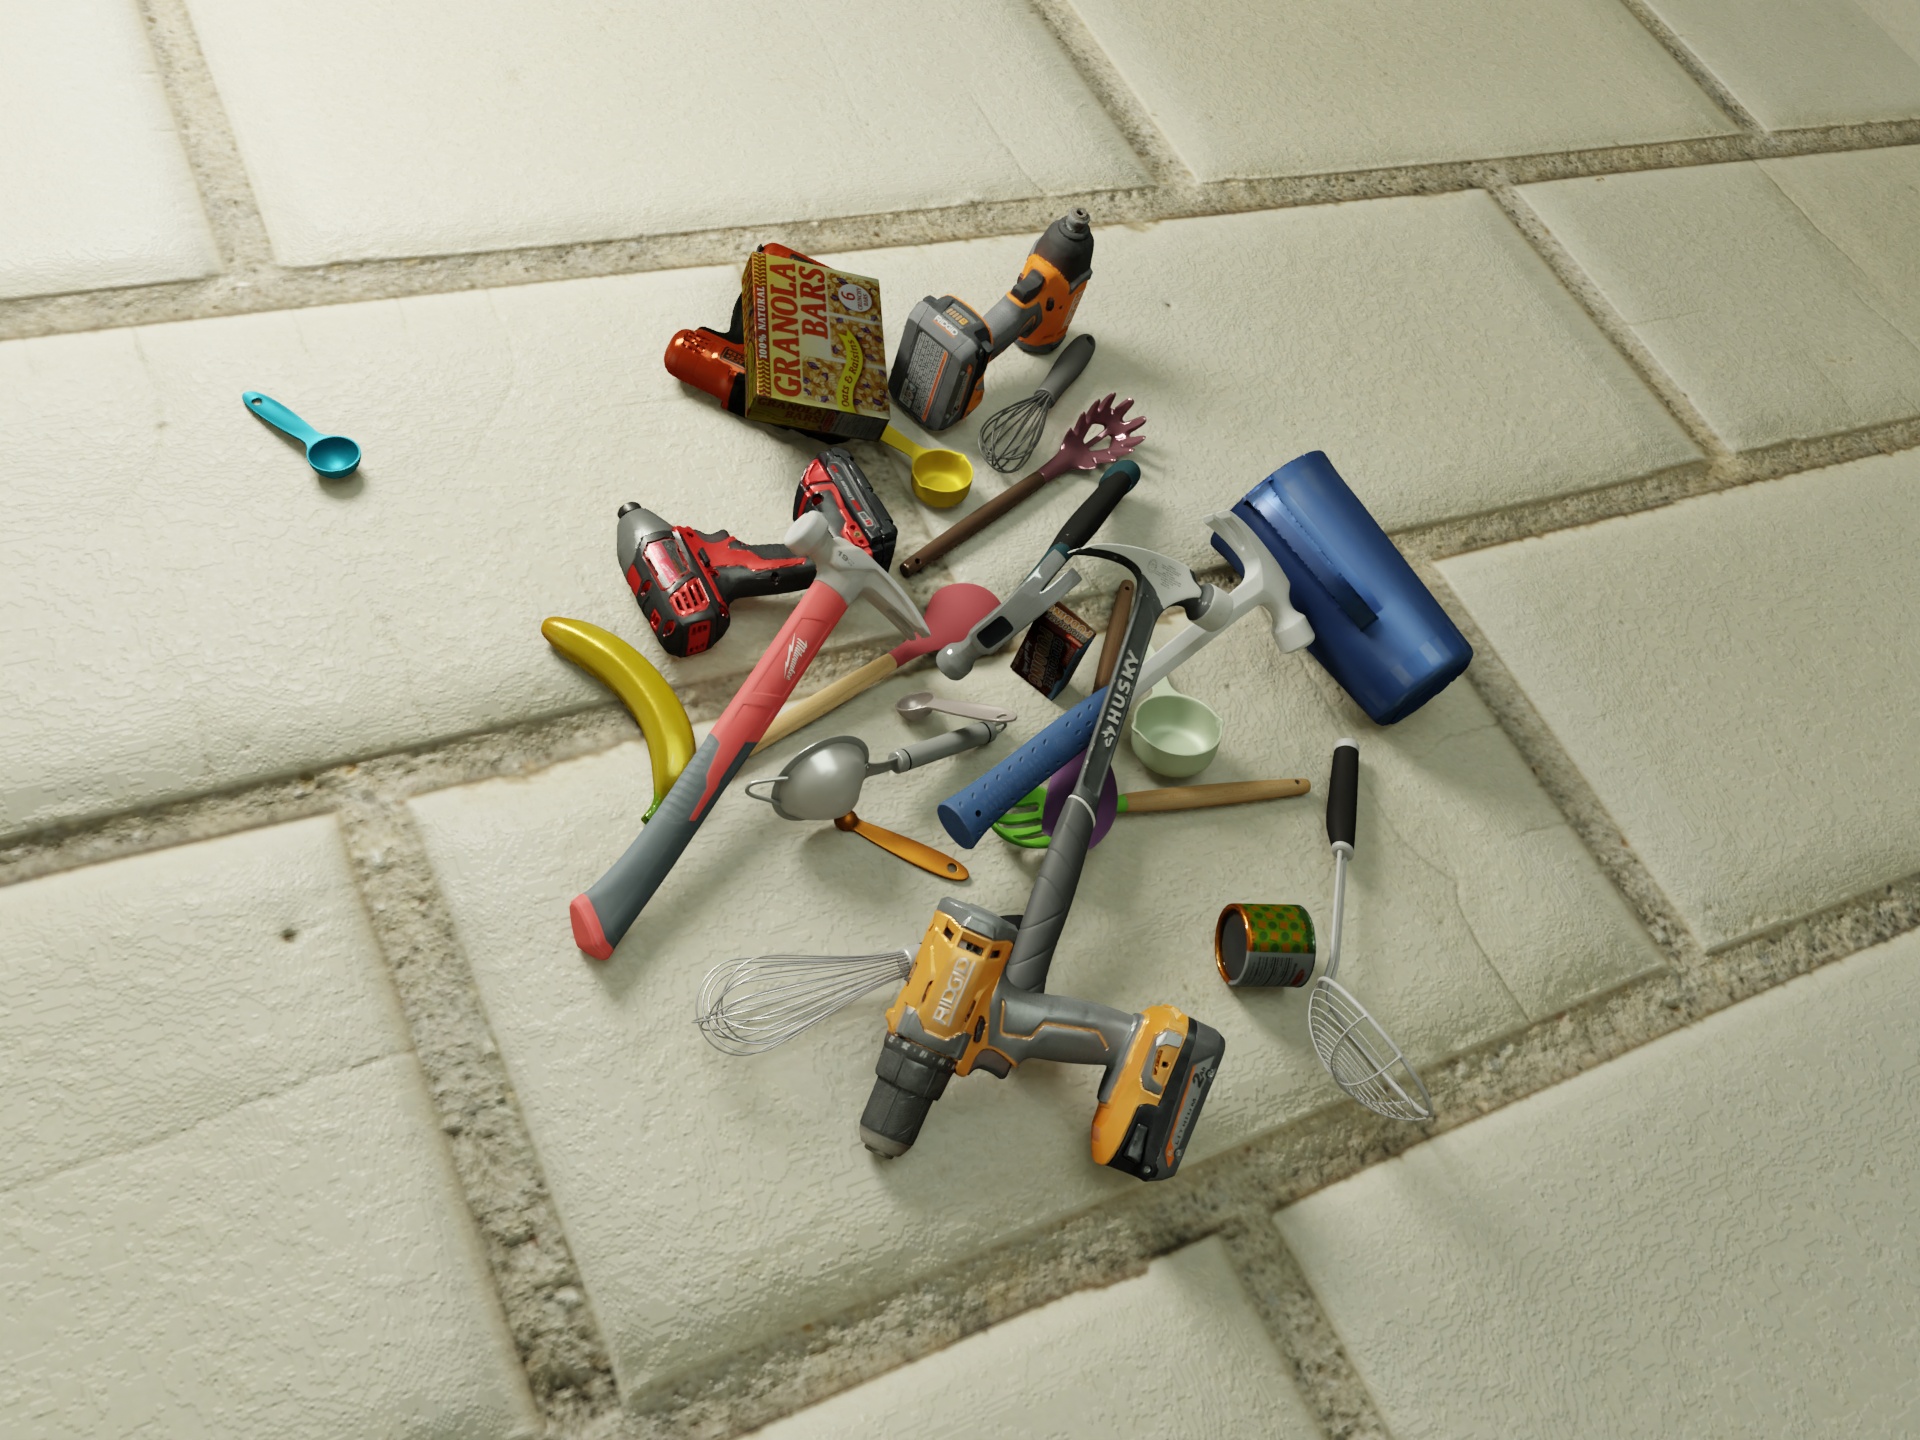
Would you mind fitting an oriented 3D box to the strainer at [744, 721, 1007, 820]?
[{"bbox_3d":[-0.053,0.035,1.255,0.258,0.086,0.050,-18,52,-41],"label":"strainer"}]

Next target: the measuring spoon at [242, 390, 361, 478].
[{"bbox_3d":[-0.546,-0.235,1.314,0.129,0.021,0.042,33,54,17],"label":"measuring spoon"}]

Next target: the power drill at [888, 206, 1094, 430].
[{"bbox_3d":[0.041,-0.388,1.509,0.084,0.164,0.226,42,57,11],"label":"power drill"}]

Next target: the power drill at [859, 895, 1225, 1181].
[{"bbox_3d":[0.051,0.251,1.127,0.226,0.084,0.185,25,81,-5],"label":"power drill"}]

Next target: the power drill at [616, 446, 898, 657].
[{"bbox_3d":[-0.176,-0.147,1.337,0.219,0.078,0.143,-21,66,-25],"label":"power drill"}]

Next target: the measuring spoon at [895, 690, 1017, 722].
[{"bbox_3d":[-0.002,-0.004,1.291,0.124,0.018,0.034,9,34,40],"label":"measuring spoon"}]

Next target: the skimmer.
[{"bbox_3d":[0.337,0.152,1.292,0.090,0.127,0.364,-10,44,26],"label":"skimmer"}]

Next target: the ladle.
[{"bbox_3d":[-0.078,-0.038,1.326,0.315,0.031,0.069,-33,74,-30],"label":"ladle"}]

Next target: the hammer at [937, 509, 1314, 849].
[{"bbox_3d":[0.135,-0.030,1.308,0.405,0.035,0.144,-36,103,-29],"label":"hammer"}]

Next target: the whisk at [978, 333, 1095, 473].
[{"bbox_3d":[0.079,-0.315,1.547,0.055,0.055,0.239,31,50,4],"label":"whisk"}]

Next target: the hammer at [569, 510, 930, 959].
[{"bbox_3d":[-0.163,0.024,1.219,0.143,0.038,0.386,43,62,-23],"label":"hammer"}]

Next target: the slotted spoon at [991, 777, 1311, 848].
[{"bbox_3d":[0.160,0.069,1.330,0.313,0.031,0.070,-4,51,-23],"label":"slotted spoon"}]

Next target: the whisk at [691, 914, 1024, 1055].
[{"bbox_3d":[-0.062,0.184,1.166,0.284,0.070,0.070,-11,62,-29],"label":"whisk"}]

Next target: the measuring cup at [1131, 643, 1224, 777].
[{"bbox_3d":[0.173,-0.014,1.389,0.083,0.038,0.168,-5,42,-13],"label":"measuring cup"}]

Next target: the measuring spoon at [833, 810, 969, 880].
[{"bbox_3d":[-0.046,0.097,1.254,0.117,0.011,0.021,25,54,0],"label":"measuring spoon"}]

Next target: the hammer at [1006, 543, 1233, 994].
[{"bbox_3d":[0.097,0.050,1.234,0.149,0.036,0.409,28,72,-25],"label":"hammer"}]

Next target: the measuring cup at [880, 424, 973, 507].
[{"bbox_3d":[-0.055,-0.247,1.476,0.157,0.029,0.062,35,55,21],"label":"measuring cup"}]

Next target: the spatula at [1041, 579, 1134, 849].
[{"bbox_3d":[0.121,-0.013,1.357,0.059,0.018,0.316,20,48,-4],"label":"spatula"}]

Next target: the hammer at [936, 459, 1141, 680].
[{"bbox_3d":[0.089,-0.150,1.393,0.033,0.128,0.331,47,39,-8],"label":"hammer"}]

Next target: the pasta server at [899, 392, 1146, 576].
[{"bbox_3d":[0.059,-0.216,1.478,0.316,0.040,0.060,-38,95,-32],"label":"pasta server"}]
